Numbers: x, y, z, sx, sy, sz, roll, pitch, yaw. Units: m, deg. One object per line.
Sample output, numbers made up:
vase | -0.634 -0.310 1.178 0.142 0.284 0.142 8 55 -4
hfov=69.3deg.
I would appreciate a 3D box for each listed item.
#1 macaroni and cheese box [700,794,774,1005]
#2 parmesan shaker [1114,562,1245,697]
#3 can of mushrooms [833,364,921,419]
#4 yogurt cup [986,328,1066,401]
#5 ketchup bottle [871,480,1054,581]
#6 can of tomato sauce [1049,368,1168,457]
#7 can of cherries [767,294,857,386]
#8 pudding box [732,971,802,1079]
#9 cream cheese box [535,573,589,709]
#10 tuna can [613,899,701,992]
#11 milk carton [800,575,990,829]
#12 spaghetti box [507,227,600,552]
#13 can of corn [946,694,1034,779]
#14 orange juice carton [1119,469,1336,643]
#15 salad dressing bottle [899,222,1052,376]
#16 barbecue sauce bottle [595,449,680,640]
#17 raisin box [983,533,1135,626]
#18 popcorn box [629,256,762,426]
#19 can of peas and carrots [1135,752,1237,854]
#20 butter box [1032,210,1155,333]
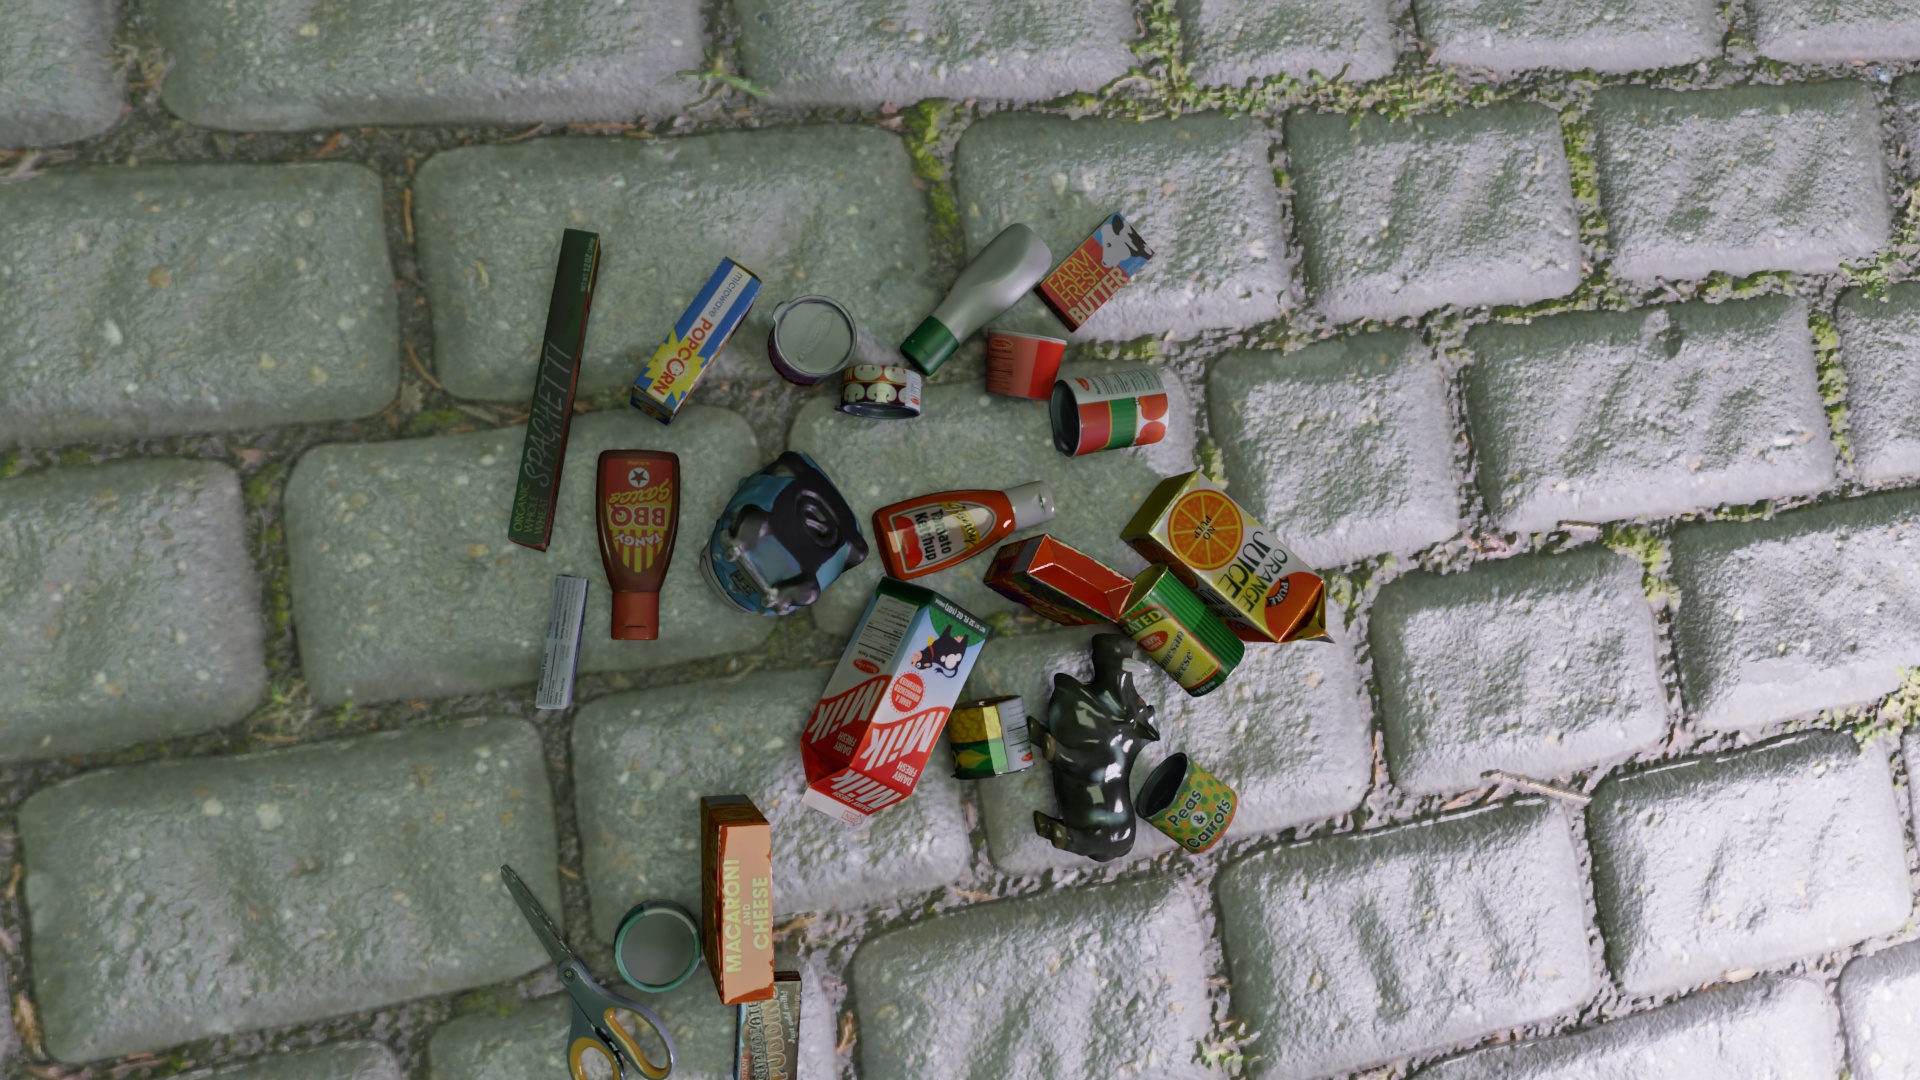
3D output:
macaroni and cheese box | -0.168 0.261 1.031 0.040 0.166 0.123 -1 86 -14
parmesan shaker | 0.187 0.076 1.188 0.103 0.071 0.071 43 77 -8
can of mushrooms | -0.068 -0.121 1.139 0.071 0.071 0.033 5 85 -14
yogurt cup | 0.052 -0.148 1.173 0.072 0.072 0.054 7 96 -14
ketchup bottle | 0.004 -0.015 1.161 0.149 0.043 0.064 -16 95 -16
can of tomato sauce | 0.127 -0.108 1.189 0.083 0.071 0.071 -9 89 -17
can of cherries | -0.123 -0.164 1.131 0.071 0.058 0.071 1 87 -14
pudding box | -0.153 0.386 1.097 0.050 0.030 0.083 4 85 -14
cream cheese box | -0.305 0.077 1.067 0.024 0.053 0.104 8 84 -12
tuna can | -0.236 0.317 1.078 0.071 0.033 0.071 1 85 -15
milk carton | -0.060 0.132 1.106 0.072 0.073 0.191 35 76 -39
spaghetti box | -0.315 -0.117 1.081 0.029 0.050 0.250 10 84 -12
can of corn | 0.021 0.162 1.142 0.071 0.071 0.058 -9 88 -15
orange juice carton | 0.241 0.028 1.206 0.192 0.071 0.073 40 78 -9
salad dressing bottle | 0.012 -0.202 1.171 0.148 0.064 0.044 -45 127 -5
barbecue sauce bottle | -0.254 0.004 1.092 0.065 0.043 0.148 2 86 -15
raisin box | 0.078 0.035 1.136 0.086 0.123 0.040 28 79 -12
popcorn box | -0.208 -0.155 1.094 0.038 0.085 0.127 35 78 -11
can of peas and carrots | 0.193 0.224 1.179 0.058 0.071 0.071 36 78 -10
butter box | 0.117 -0.235 1.217 0.053 0.024 0.104 46 76 -7
